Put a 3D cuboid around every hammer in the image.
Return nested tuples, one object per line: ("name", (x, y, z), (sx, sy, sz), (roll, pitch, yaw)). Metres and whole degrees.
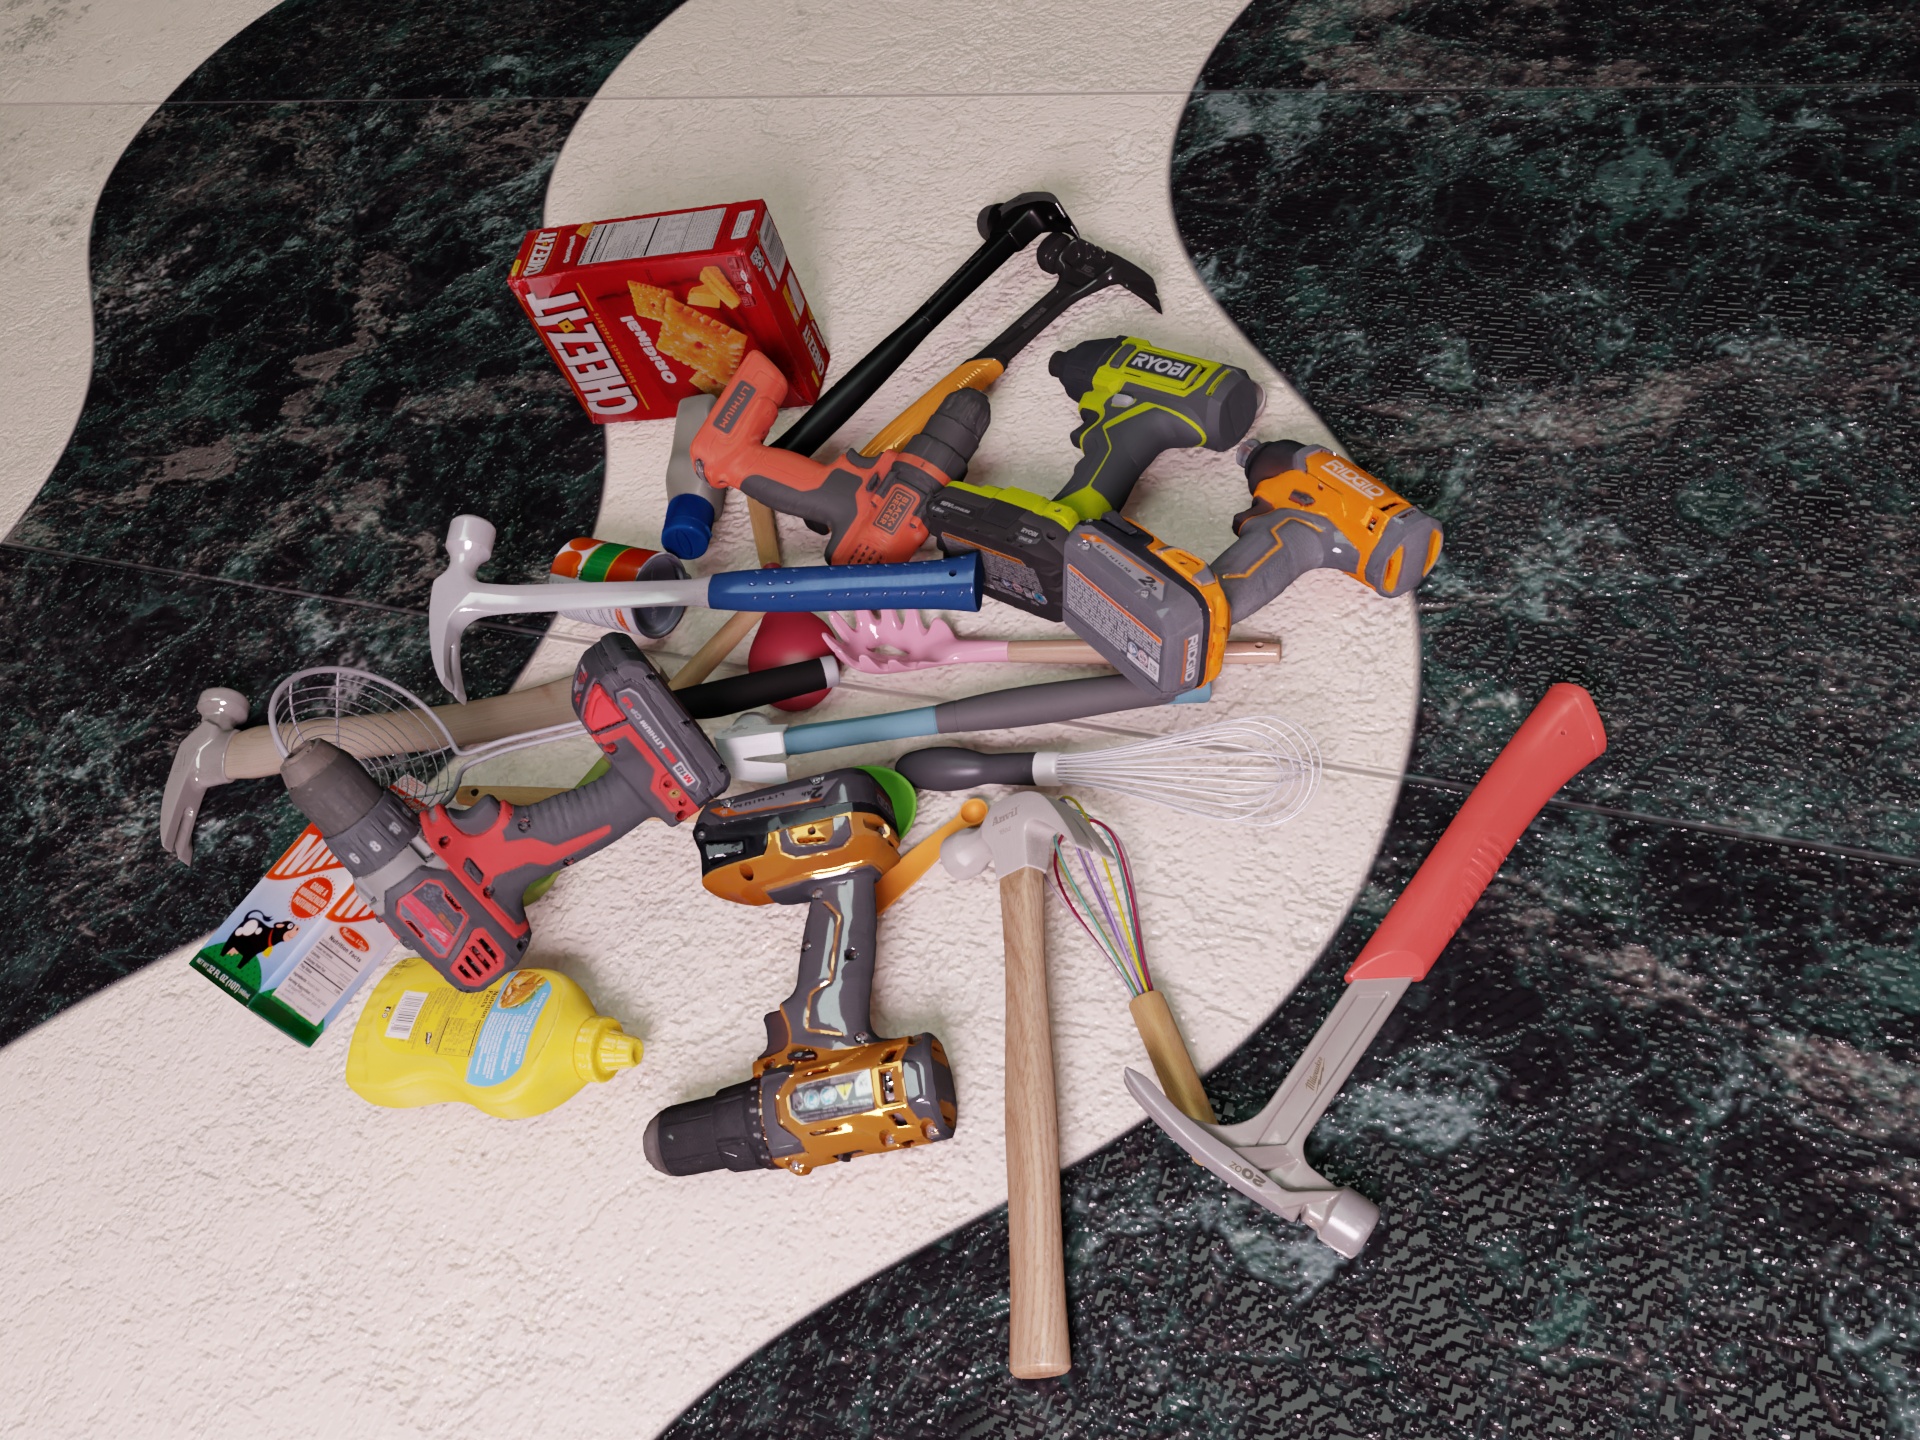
("hammer", (-0.040, -0.307, 1.275), (0.335, 0.035, 0.146), (-47, 28, -12))
("hammer", (0.007, -0.261, 1.255), (0.337, 0.034, 0.127), (-43, 53, -13))
("hammer", (-0.186, -0.085, 1.124), (0.405, 0.035, 0.144), (-1, 64, 11))
("hammer", (0.041, 0.193, 0.900), (0.130, 0.031, 0.332), (-33, 48, 43))
("hammer", (0.249, 0.111, 0.895), (0.149, 0.036, 0.359), (34, 69, 18))
("hammer", (-0.413, 0.015, 1.203), (0.410, 0.038, 0.146), (-9, 55, 13))
("hammer", (-0.002, -0.003, 1.050), (0.331, 0.033, 0.128), (-8, 10, 5))

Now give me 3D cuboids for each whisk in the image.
("whisk", (0.087, 0.030, 1.013), (0.285, 0.070, 0.070), (0, 56, 24))
("whisk", (0.101, 0.147, 0.936), (0.047, 0.051, 0.245), (-42, 51, 28))

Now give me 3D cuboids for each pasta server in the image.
("pasta server", (0.059, -0.052, 1.088), (0.316, 0.040, 0.060), (1, 48, 18))

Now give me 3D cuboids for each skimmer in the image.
("skimmer", (-0.259, -0.014, 1.059), (0.363, 0.090, 0.127), (-13, 49, -12))

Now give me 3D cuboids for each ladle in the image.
("ladle", (-0.147, -0.134, 1.224), (0.069, 0.031, 0.316), (-20, 50, 4))
("ladle", (-0.233, 0.006, 1.119), (0.078, 0.062, 0.320), (37, 77, 22))

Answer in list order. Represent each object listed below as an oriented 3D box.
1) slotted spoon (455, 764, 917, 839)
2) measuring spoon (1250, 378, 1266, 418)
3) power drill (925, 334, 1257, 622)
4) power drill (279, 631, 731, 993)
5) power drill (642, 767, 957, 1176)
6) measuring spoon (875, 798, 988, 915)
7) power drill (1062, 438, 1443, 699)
("slotted spoon", (-0.184, 0.057, 1.062), (0.314, 0.031, 0.070), (3, 63, 5))
("measuring spoon", (0.178, -0.246, 1.201), (0.124, 0.018, 0.034), (22, 83, 37))
("power drill", (0.084, -0.187, 1.150), (0.171, 0.080, 0.223), (25, 65, 36))
("power drill", (-0.279, 0.040, 0.982), (0.226, 0.187, 0.080), (-37, 25, -6))
("power drill", (-0.108, 0.159, 0.958), (0.185, 0.084, 0.226), (-15, 66, 9))
("measuring spoon", (-0.026, 0.094, 1.033), (0.117, 0.011, 0.021), (-42, 55, -8))
("power drill", (0.178, -0.114, 1.039), (0.226, 0.084, 0.164), (-25, 47, -23))
